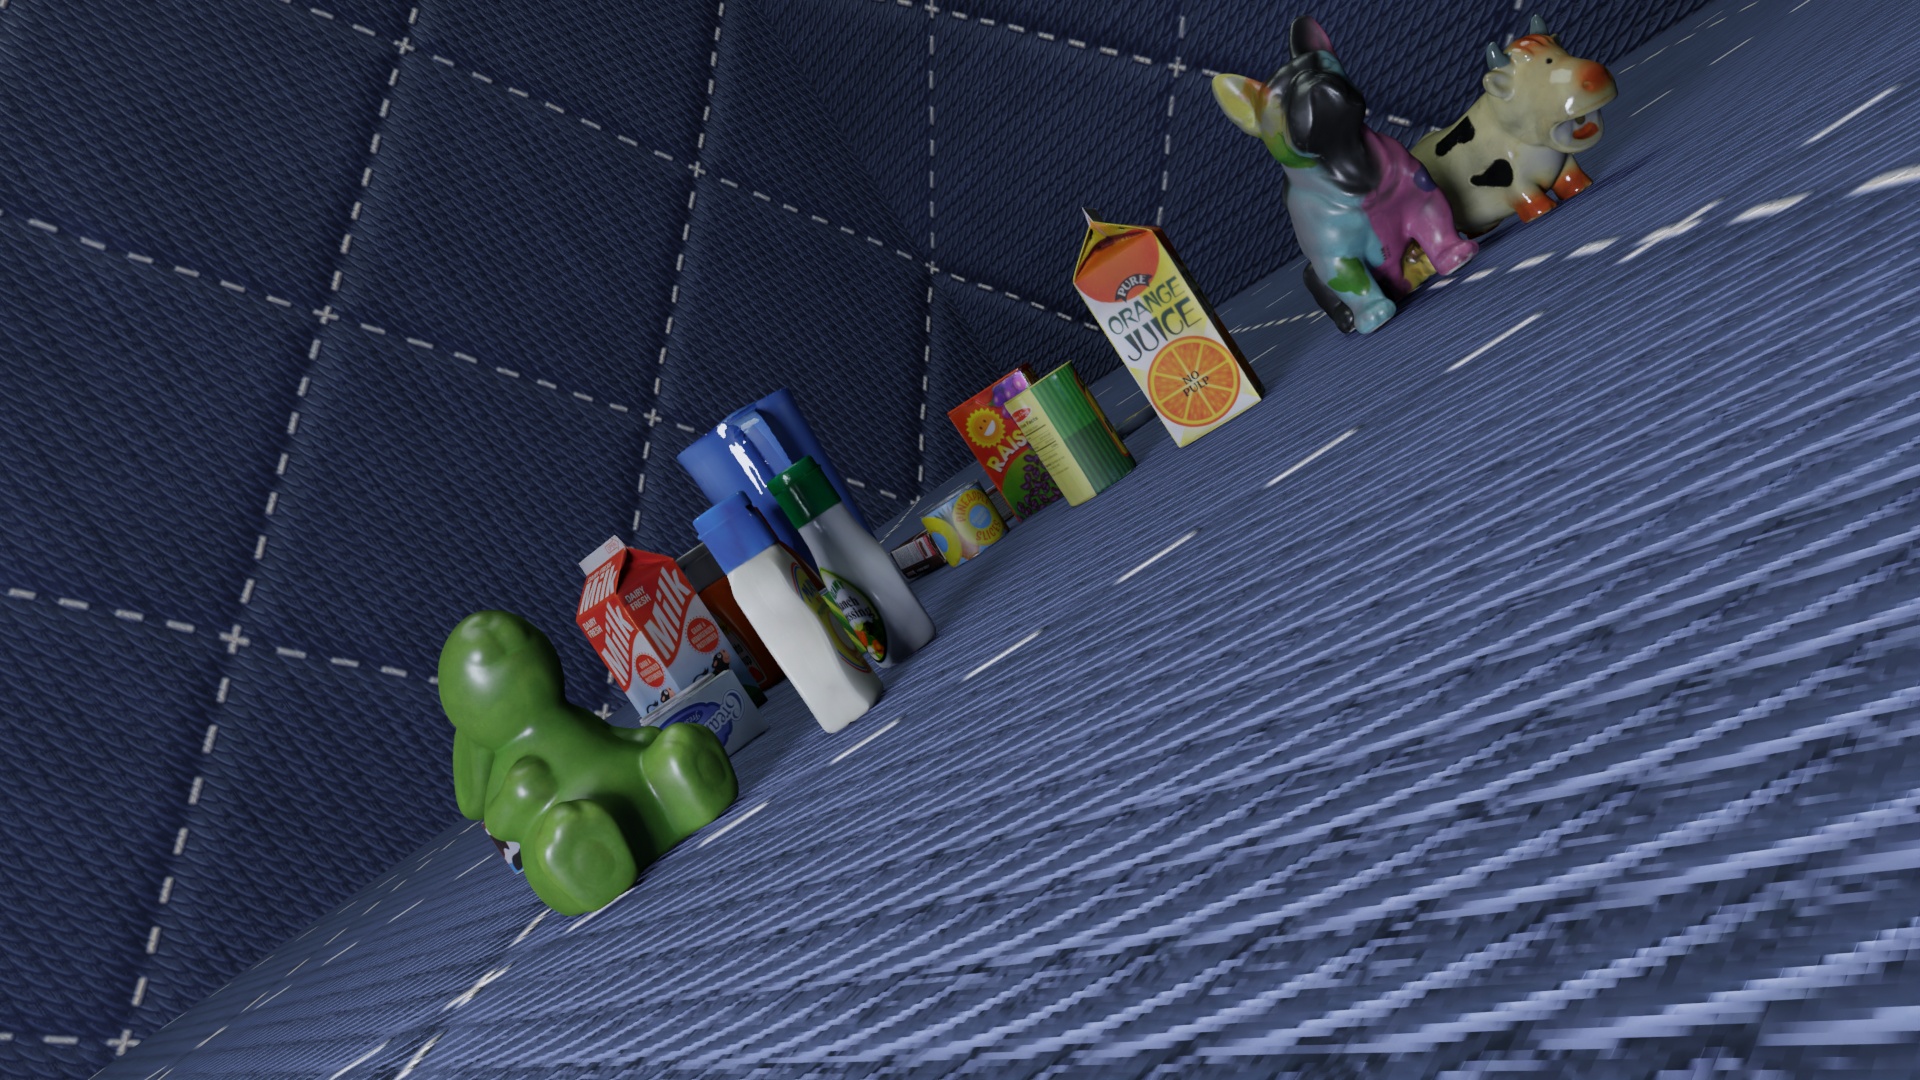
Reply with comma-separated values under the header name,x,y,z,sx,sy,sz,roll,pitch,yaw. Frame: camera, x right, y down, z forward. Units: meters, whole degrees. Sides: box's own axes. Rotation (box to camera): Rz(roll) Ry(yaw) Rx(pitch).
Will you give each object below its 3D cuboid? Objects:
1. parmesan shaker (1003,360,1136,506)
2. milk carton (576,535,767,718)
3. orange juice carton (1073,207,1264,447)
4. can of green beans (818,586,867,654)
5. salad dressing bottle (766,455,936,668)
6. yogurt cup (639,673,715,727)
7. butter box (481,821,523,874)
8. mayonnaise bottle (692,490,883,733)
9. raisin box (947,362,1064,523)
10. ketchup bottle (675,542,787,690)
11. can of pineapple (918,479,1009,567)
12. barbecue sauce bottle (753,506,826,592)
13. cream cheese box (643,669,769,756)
name,x,y,z,sx,sy,sz,roll,pitch,yaw
parmesan shaker,0.090,-0.087,1.146,0.071,0.103,0.071,-33,4,3
milk carton,-0.259,0.086,1.194,0.072,0.190,0.074,-30,5,42
orange juice carton,0.150,-0.173,1.062,0.073,0.192,0.072,-32,4,19
can of green beans,-0.100,0.068,1.116,0.071,0.058,0.071,-33,4,3
salad dressing bottle,-0.074,0.013,0.927,0.044,0.147,0.064,-35,4,-26
yogurt cup,-0.208,0.144,1.089,0.072,0.054,0.072,-33,4,3
butter box,-0.333,0.223,1.140,0.103,0.053,0.024,-34,4,-1
mayonnaise bottle,-0.102,0.041,0.820,0.041,0.148,0.065,-33,4,8
raisin box,0.058,-0.091,1.295,0.086,0.123,0.040,-32,4,23
ketchup bottle,-0.212,0.070,1.312,0.044,0.148,0.064,-35,4,-24
can of pineapple,0.005,-0.016,1.291,0.071,0.058,0.071,-33,4,3
barbecue sauce bottle,-0.158,0.040,1.256,0.064,0.148,0.044,-31,4,32
cream cheese box,-0.195,0.143,1.001,0.104,0.053,0.024,-35,4,-21
